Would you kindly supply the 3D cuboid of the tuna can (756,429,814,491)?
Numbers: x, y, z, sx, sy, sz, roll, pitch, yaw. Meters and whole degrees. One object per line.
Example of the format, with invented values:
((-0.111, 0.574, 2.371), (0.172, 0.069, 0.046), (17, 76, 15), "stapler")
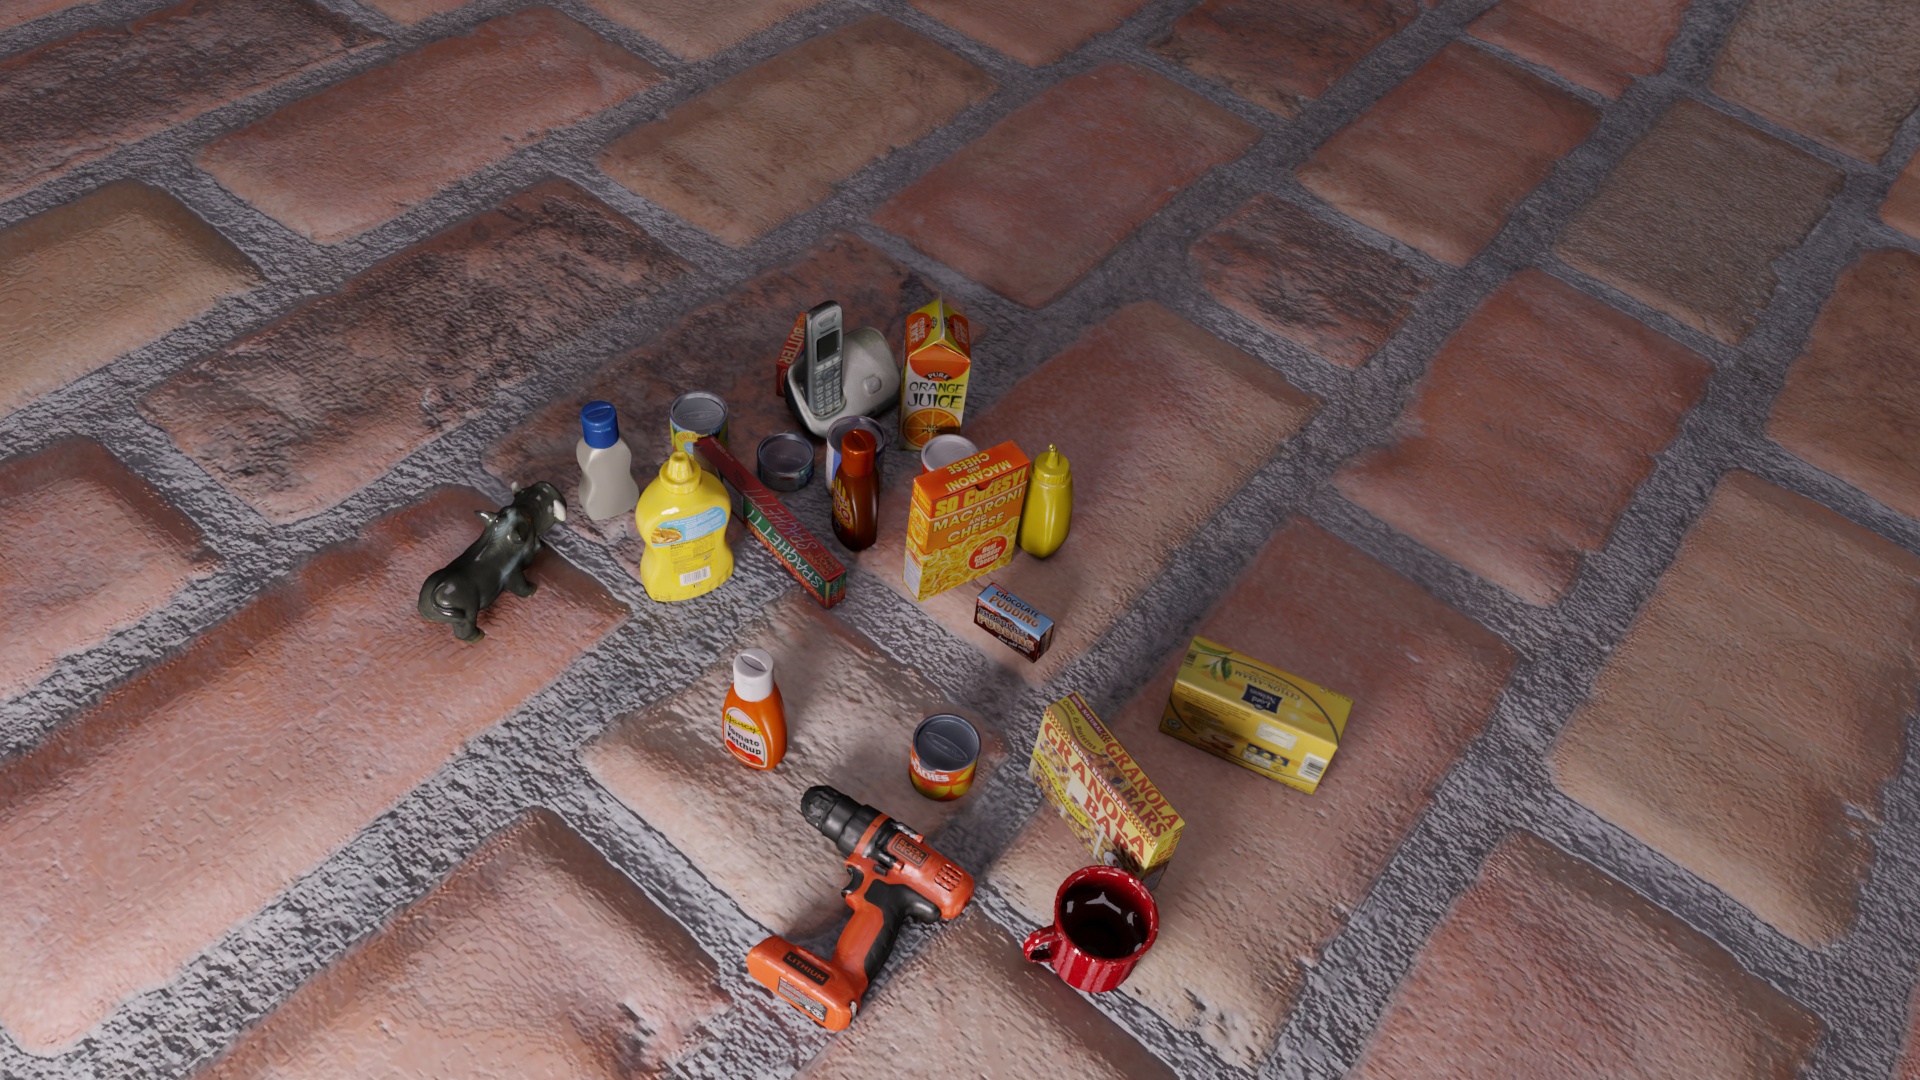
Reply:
((-0.200, -0.092, 1.598), (0.071, 0.032, 0.071), (4, 49, -5), "tuna can")

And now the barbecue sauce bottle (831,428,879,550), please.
((-0.113, -0.057, 1.505), (0.044, 0.147, 0.065), (-20, 55, -23), "barbecue sauce bottle")

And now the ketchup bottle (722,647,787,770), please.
((-0.194, 0.157, 1.311), (0.065, 0.148, 0.044), (28, 52, 15), "ketchup bottle")

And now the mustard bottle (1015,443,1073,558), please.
((0.094, -0.050, 1.520), (0.065, 0.159, 0.049), (40, 56, 23), "mustard bottle")

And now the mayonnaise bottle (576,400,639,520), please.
((-0.382, -0.086, 1.492), (0.065, 0.147, 0.041), (-23, 56, -25), "mayonnaise bottle")

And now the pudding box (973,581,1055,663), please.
((0.056, 0.086, 1.471), (0.084, 0.049, 0.030), (33, 53, 19), "pudding box")

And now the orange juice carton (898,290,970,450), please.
((-0.030, -0.194, 1.604), (0.073, 0.191, 0.072), (2, 50, -6), "orange juice carton")

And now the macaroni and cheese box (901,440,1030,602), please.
((0.005, -0.019, 1.477), (0.124, 0.165, 0.040), (-23, 56, -25), "macaroni and cheese box")

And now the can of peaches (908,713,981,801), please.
((-0.017, 0.212, 1.348), (0.071, 0.057, 0.071), (4, 49, -5), "can of peaches")

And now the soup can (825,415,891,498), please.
((-0.116, -0.089, 1.574), (0.071, 0.083, 0.072), (4, 49, -5), "soup can")

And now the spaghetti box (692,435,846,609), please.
((-0.212, -0.022, 1.526), (0.029, 0.049, 0.250), (-31, 60, -29), "spaghetti box")

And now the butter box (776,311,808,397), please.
((-0.200, -0.228, 1.701), (0.024, 0.052, 0.104), (14, 49, 4), "butter box")

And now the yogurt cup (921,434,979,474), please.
((-0.013, -0.081, 1.601), (0.072, 0.053, 0.073), (4, 49, -5), "yogurt cup")

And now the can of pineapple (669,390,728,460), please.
((-0.301, -0.128, 1.599), (0.071, 0.057, 0.071), (4, 49, -5), "can of pineapple")

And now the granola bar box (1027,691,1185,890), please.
((0.134, 0.240, 1.302), (0.039, 0.123, 0.166), (-24, 57, -25), "granola bar box")
